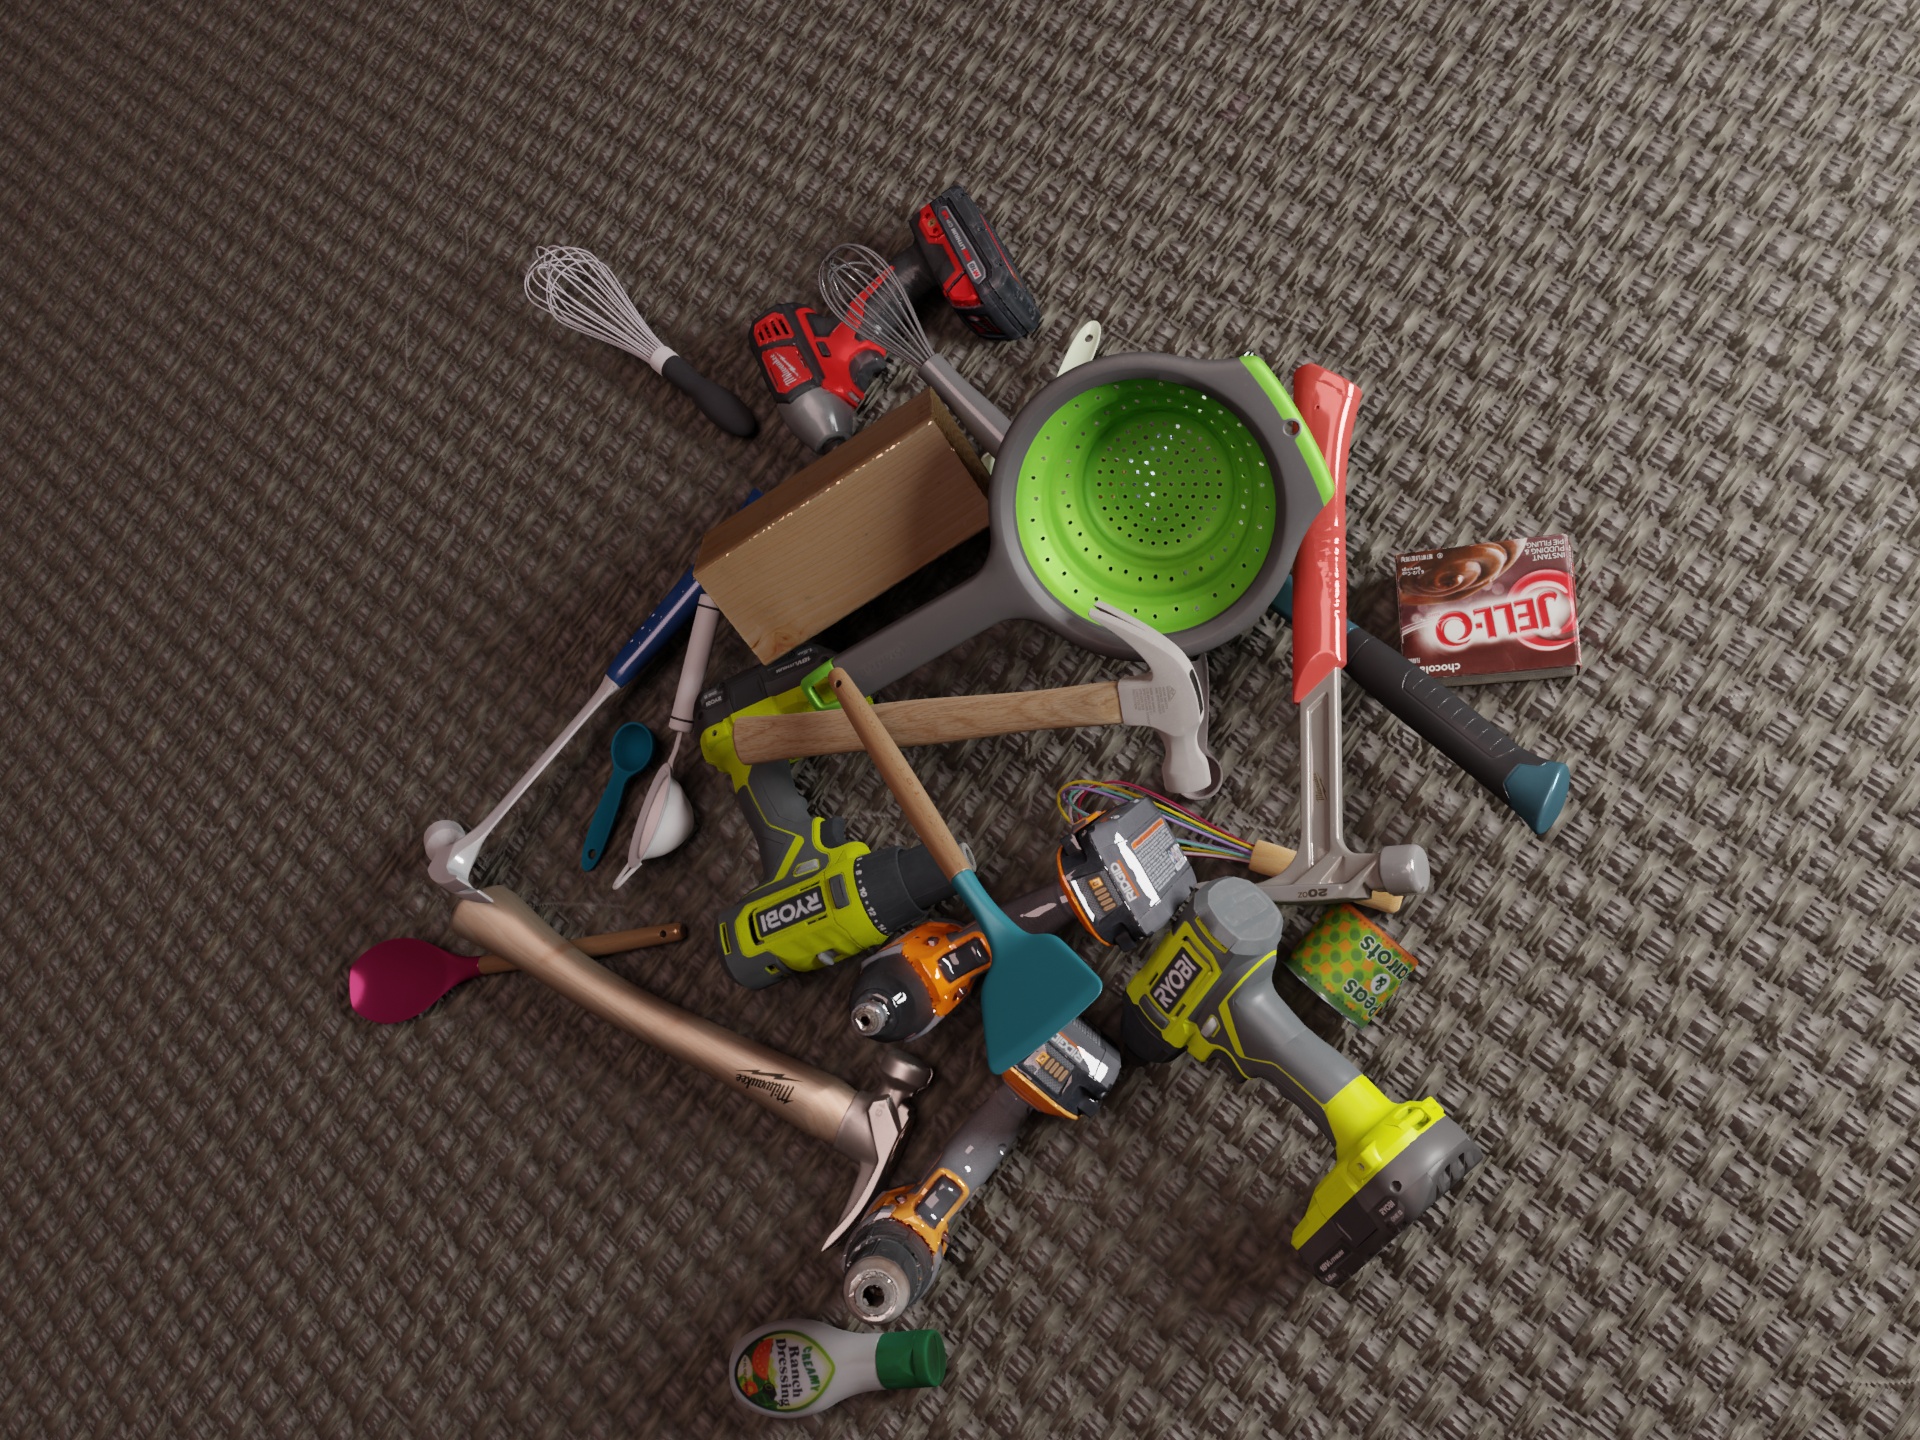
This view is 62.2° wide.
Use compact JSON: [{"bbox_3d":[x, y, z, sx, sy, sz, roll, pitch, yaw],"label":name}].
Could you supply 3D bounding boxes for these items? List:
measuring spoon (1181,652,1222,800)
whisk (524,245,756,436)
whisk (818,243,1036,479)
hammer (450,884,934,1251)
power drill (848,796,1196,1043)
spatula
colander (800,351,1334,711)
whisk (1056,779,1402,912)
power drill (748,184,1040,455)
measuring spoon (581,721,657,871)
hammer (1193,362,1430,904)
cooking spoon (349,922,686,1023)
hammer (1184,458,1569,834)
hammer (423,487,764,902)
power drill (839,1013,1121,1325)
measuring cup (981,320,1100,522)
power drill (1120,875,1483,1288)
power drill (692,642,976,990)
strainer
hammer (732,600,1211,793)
[{"bbox_3d":[0.169,-0.001,1.129,0.034,0.018,0.124,-7,67,19],"label":"measuring spoon"},{"bbox_3d":[-0.275,-0.324,1.365,0.285,0.070,0.070,41,93,21],"label":"whisk"},{"bbox_3d":[-0.020,-0.266,1.187,0.055,0.055,0.239,-43,84,6],"label":"whisk"},{"bbox_3d":[-0.224,0.238,1.192,0.411,0.038,0.146,23,87,21],"label":"hammer"},{"bbox_3d":[0.031,0.141,1.046,0.226,0.164,0.084,-30,87,20],"label":"power drill"},{"bbox_3d":[-0.015,0.074,0.992,0.082,0.044,0.318,-40,57,9],"label":"spatula"},{"bbox_3d":[0.061,-0.113,1.097,0.397,0.094,0.204,-28,101,23],"label":"colander"},{"bbox_3d":[0.180,0.088,1.090,0.245,0.051,0.047,16,104,20],"label":"whisk"},{"bbox_3d":[-0.056,-0.307,1.263,0.219,0.078,0.143,-30,67,15],"label":"power drill"},{"bbox_3d":[-0.275,0.063,1.286,0.042,0.021,0.128,24,95,29],"label":"measuring spoon"},{"bbox_3d":[0.227,-0.059,1.045,0.149,0.036,0.359,-7,75,34],"label":"hammer"},{"bbox_3d":[-0.362,0.194,1.280,0.319,0.017,0.069,-12,77,19],"label":"cooking spoon"},{"bbox_3d":[0.267,-0.044,1.054,0.331,0.033,0.128,45,106,35],"label":"hammer"},{"bbox_3d":[-0.282,-0.022,1.272,0.405,0.035,0.144,-49,29,-2],"label":"hammer"},{"bbox_3d":[0.006,0.284,1.023,0.084,0.185,0.226,39,89,7],"label":"power drill"},{"bbox_3d":[0.075,-0.223,1.210,0.083,0.038,0.167,20,82,25],"label":"measuring cup"},{"bbox_3d":[0.197,0.229,0.996,0.223,0.080,0.171,49,137,24],"label":"power drill"},{"bbox_3d":[-0.099,0.064,1.161,0.190,0.080,0.229,-24,61,12],"label":"power drill"},{"bbox_3d":[-0.217,0.011,1.239,0.050,0.087,0.258,13,93,-20],"label":"strainer"},{"bbox_3d":[-0.002,-0.003,1.083,0.331,0.031,0.130,-6,107,17],"label":"hammer"}]
